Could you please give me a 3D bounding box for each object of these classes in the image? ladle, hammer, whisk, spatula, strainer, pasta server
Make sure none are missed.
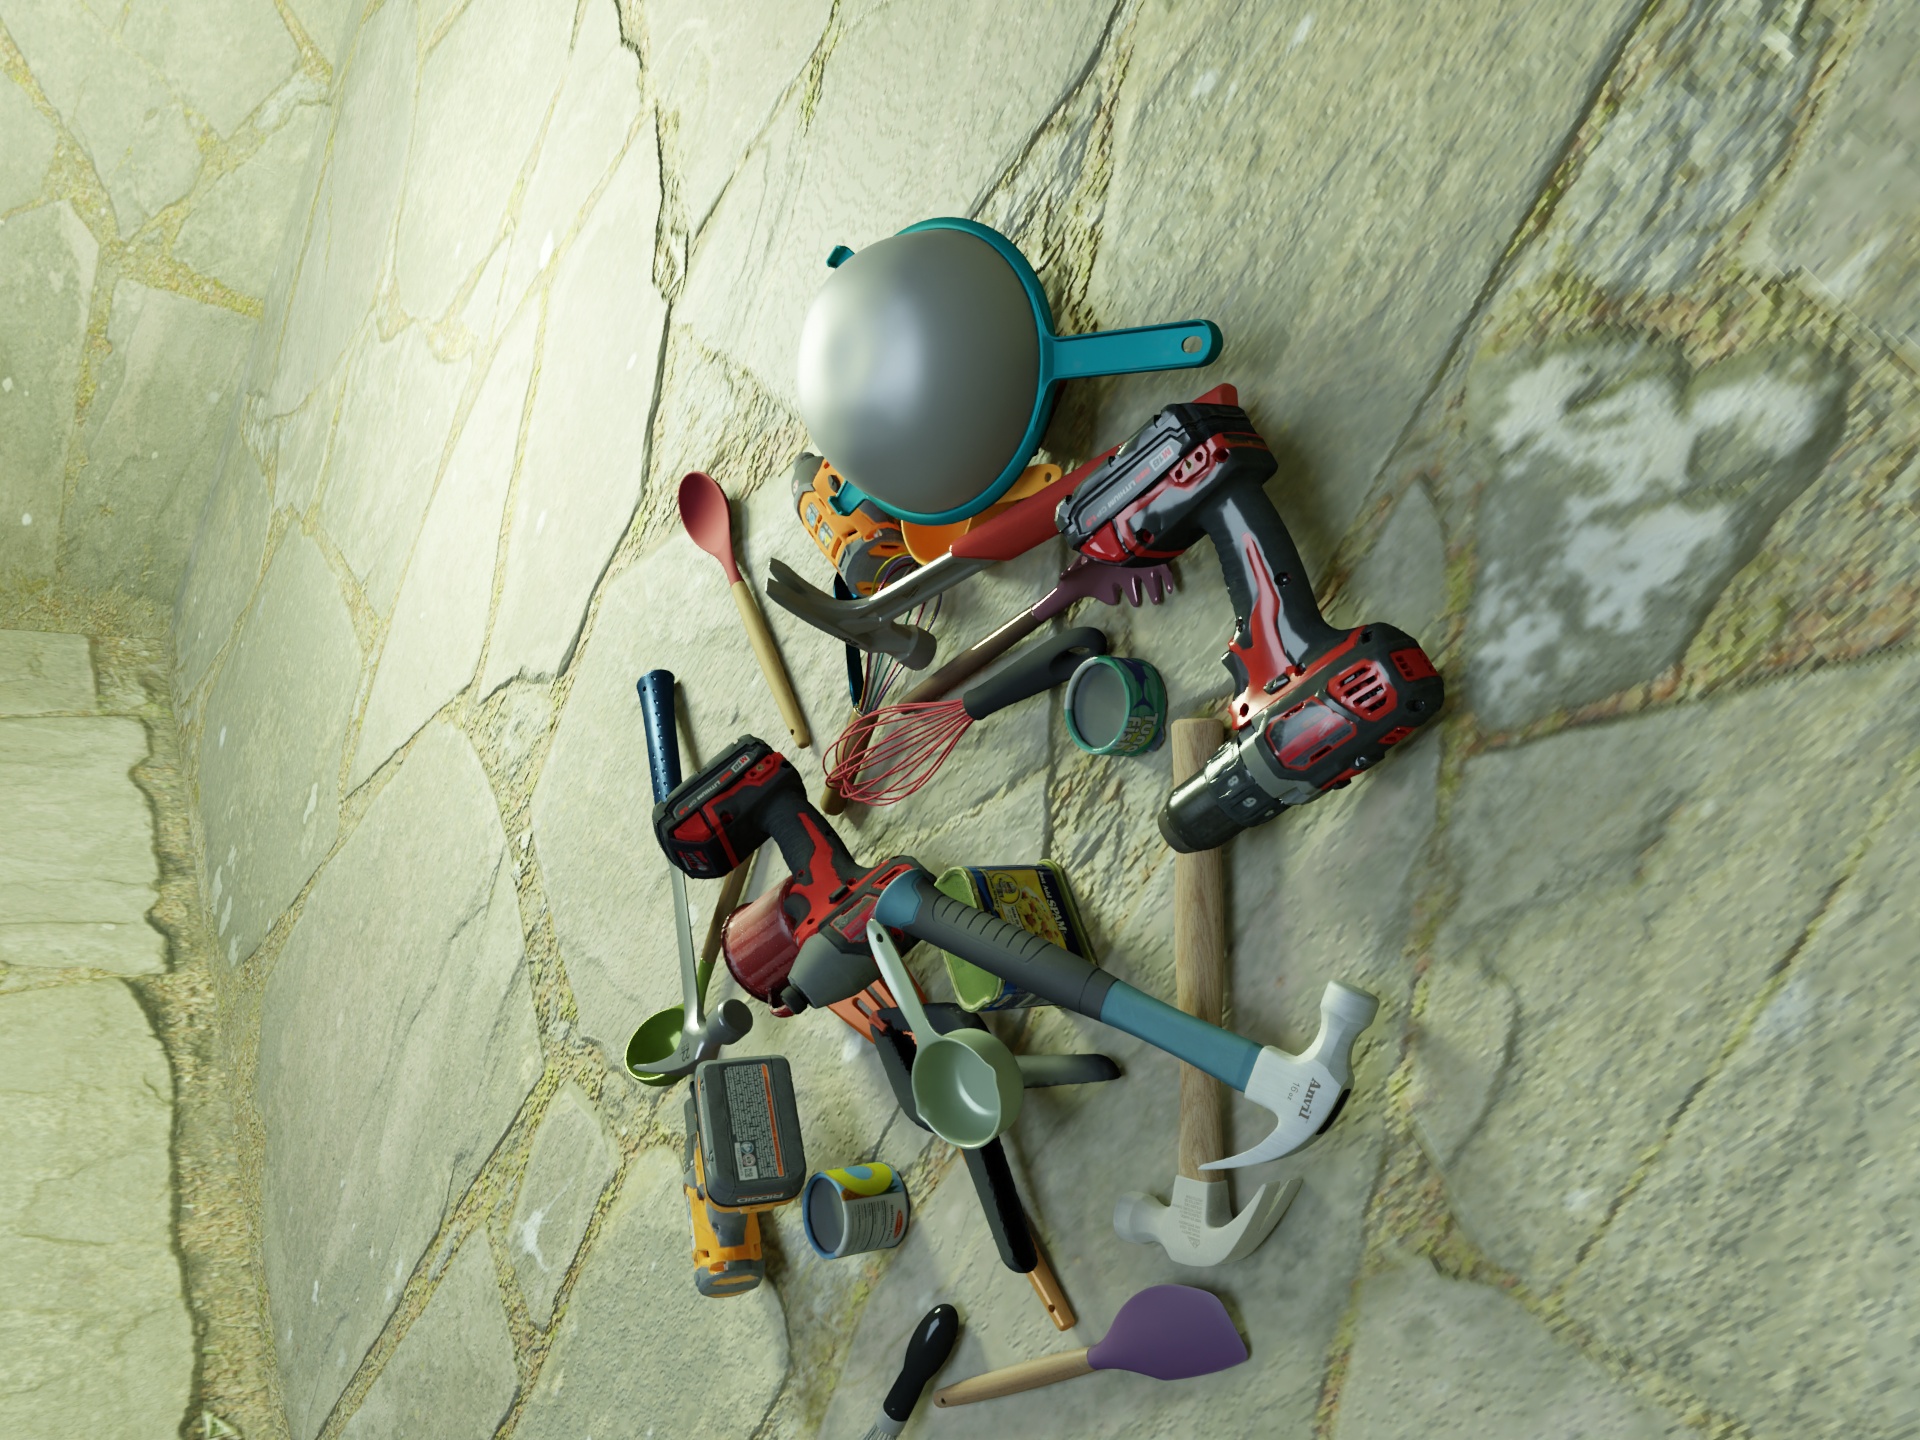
[{"bbox_3d":[-0.193,-0.103,1.435,0.069,0.031,0.316,-53,51,39],"label":"ladle"},{"bbox_3d":[-0.264,0.130,1.453,0.144,0.035,0.406,-41,48,35],"label":"hammer"},{"bbox_3d":[-0.063,0.551,1.204,0.070,0.070,0.284,44,116,44],"label":"whisk"},{"bbox_3d":[0.081,0.163,0.965,0.331,0.033,0.128,21,92,34],"label":"hammer"},{"bbox_3d":[-0.002,-0.004,1.160,0.296,0.073,0.073,-29,65,42],"label":"whisk"},{"bbox_3d":[0.033,-0.132,1.064,0.359,0.149,0.037,-26,50,39],"label":"hammer"},{"bbox_3d":[0.148,0.164,0.973,0.130,0.031,0.331,-5,84,52],"label":"hammer"},{"bbox_3d":[-0.071,-0.027,1.261,0.051,0.047,0.244,59,135,49],"label":"whisk"},{"bbox_3d":[0.073,0.427,1.060,0.316,0.018,0.060,-39,76,44],"label":"spatula"},{"bbox_3d":[-0.232,0.193,1.443,0.078,0.062,0.320,43,118,50],"label":"ladle"},{"bbox_3d":[0.004,-0.235,1.035,0.340,0.095,0.211,5,97,42],"label":"strainer"},{"bbox_3d":[-0.006,0.296,1.155,0.081,0.041,0.323,-47,52,18],"label":"spatula"},{"bbox_3d":[0.040,-0.059,1.124,0.316,0.060,0.040,-33,38,50],"label":"pasta server"}]

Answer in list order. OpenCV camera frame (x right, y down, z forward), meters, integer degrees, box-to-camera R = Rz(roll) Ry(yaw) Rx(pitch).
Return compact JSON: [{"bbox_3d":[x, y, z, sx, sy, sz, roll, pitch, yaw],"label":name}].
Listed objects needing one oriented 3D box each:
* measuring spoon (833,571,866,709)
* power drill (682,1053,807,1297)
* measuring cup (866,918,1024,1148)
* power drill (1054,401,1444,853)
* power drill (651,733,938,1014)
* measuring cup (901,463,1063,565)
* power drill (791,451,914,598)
[{"bbox_3d":[-0.081,-0.063,1.302,0.042,0.021,0.128,0,96,55],"label":"measuring spoon"},{"bbox_3d":[-0.193,0.358,1.334,0.226,0.084,0.186,111,151,-49],"label":"power drill"},{"bbox_3d":[-0.013,0.205,1.074,0.083,0.038,0.168,-40,72,37],"label":"measuring cup"},{"bbox_3d":[0.147,-0.049,0.919,0.188,0.080,0.227,-41,71,35],"label":"power drill"},{"bbox_3d":[-0.129,0.121,1.213,0.220,0.143,0.078,37,158,30],"label":"power drill"},{"bbox_3d":[0.029,-0.157,1.135,0.174,0.052,0.095,-6,82,50],"label":"measuring cup"},{"bbox_3d":[-0.068,-0.231,1.242,0.164,0.084,0.226,53,131,40],"label":"power drill"}]
